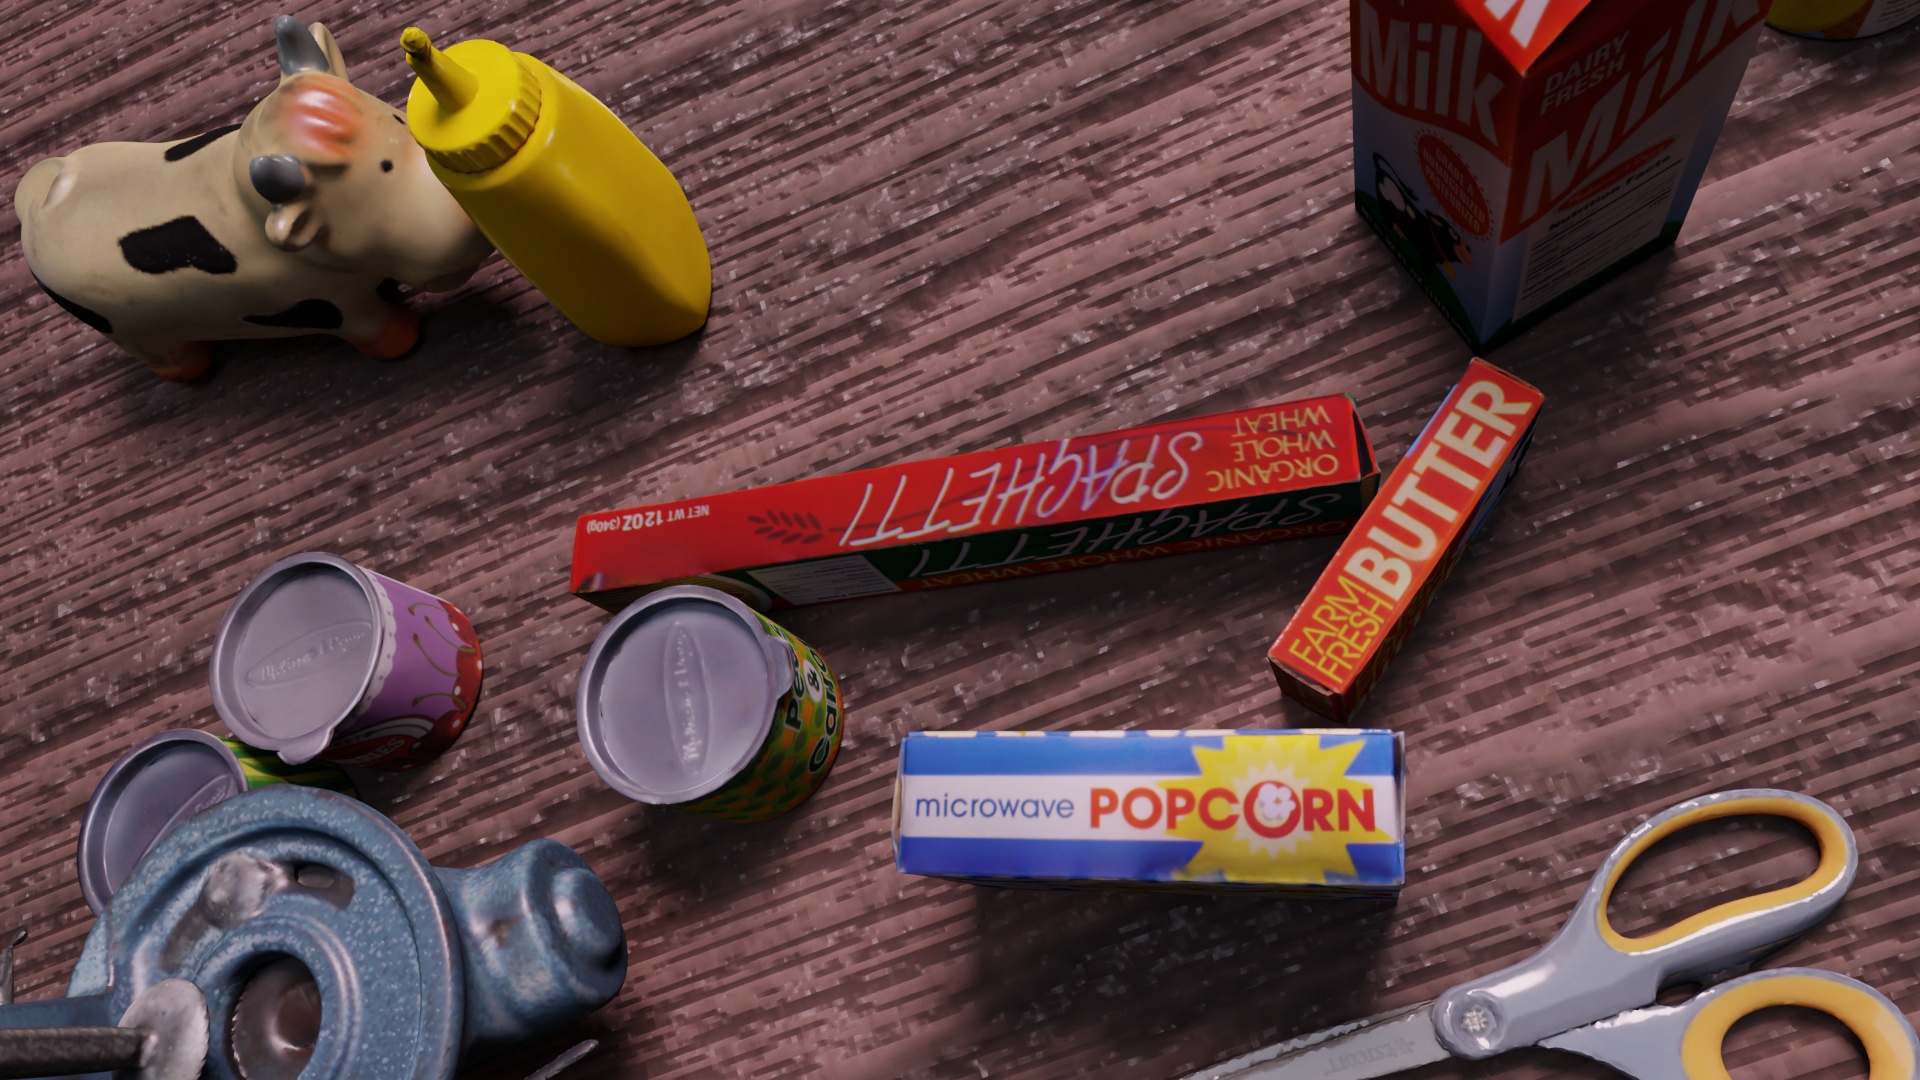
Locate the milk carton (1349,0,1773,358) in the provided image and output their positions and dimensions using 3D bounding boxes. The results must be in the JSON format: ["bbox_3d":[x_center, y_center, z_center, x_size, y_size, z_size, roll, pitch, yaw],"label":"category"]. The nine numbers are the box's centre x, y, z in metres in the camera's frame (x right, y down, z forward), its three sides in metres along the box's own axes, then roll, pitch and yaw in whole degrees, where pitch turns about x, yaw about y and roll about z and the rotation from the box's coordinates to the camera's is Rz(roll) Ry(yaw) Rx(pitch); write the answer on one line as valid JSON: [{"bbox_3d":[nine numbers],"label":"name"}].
[{"bbox_3d":[0.150,-0.130,0.359,0.073,0.190,0.072,-31,67,5],"label":"milk carton"}]

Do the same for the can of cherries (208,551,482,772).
[{"bbox_3d":[-0.209,0.046,0.477,0.071,0.058,0.071,-5,71,15],"label":"can of cherries"}]

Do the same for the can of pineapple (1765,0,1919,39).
[{"bbox_3d":[0.271,-0.196,0.418,0.071,0.057,0.071,-5,71,15],"label":"can of pineapple"}]

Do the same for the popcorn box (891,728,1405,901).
[{"bbox_3d":[0.054,0.075,0.377,0.127,0.085,0.038,-2,72,15],"label":"popcorn box"}]

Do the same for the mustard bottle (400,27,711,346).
[{"bbox_3d":[-0.134,-0.119,0.454,0.049,0.160,0.065,-15,70,12],"label":"mustard bottle"}]

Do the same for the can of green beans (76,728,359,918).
[{"bbox_3d":[-0.248,0.101,0.470,0.071,0.057,0.071,-5,71,15],"label":"can of green beans"}]

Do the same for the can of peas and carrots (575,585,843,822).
[{"bbox_3d":[-0.074,0.052,0.436,0.071,0.058,0.071,-5,71,15],"label":"can of peas and carrots"}]

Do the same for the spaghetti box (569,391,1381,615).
[{"bbox_3d":[0.002,-0.005,0.437,0.250,0.050,0.029,-8,71,13],"label":"spaghetti box"}]

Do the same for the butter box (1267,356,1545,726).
[{"bbox_3d":[0.127,0.003,0.397,0.024,0.053,0.103,34,84,23],"label":"butter box"}]
